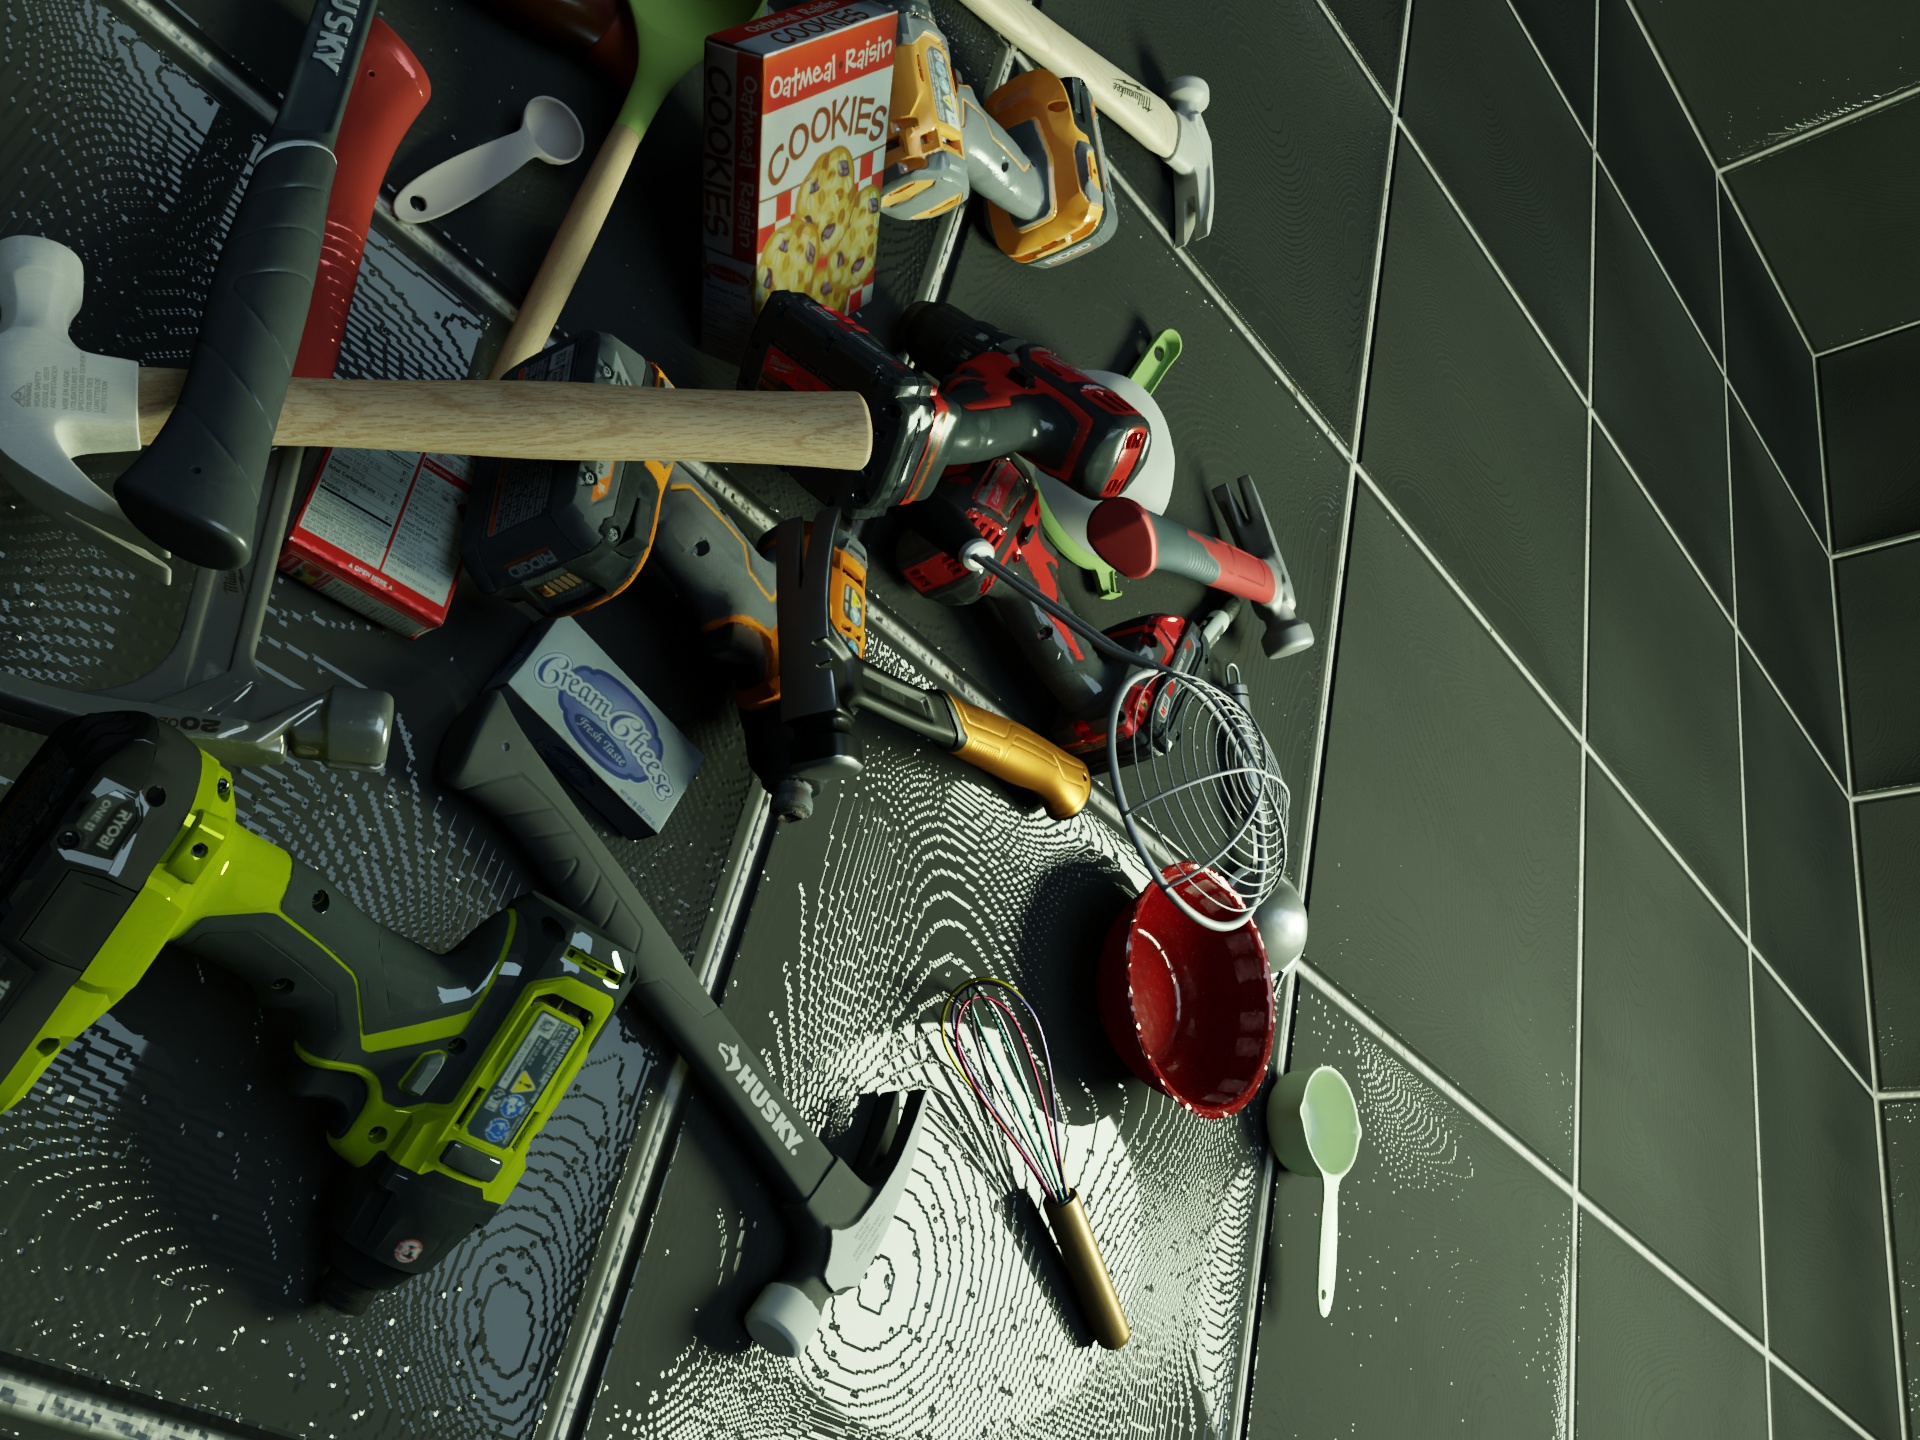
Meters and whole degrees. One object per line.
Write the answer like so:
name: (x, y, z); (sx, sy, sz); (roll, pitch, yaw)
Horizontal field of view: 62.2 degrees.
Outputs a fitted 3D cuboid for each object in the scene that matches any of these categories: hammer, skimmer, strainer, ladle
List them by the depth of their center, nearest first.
hammer: (-0.193, -0.117, 0.622); (0.331, 0.031, 0.130); (-2, 66, -23)
hammer: (-0.252, -0.228, 0.625); (0.149, 0.036, 0.409); (10, 56, -18)
hammer: (-0.282, -0.151, 0.646); (0.149, 0.036, 0.359); (10, 62, -19)
hammer: (-0.131, 0.128, 0.749); (0.334, 0.035, 0.146); (58, 43, -18)
ladle: (-0.174, -0.272, 0.775); (0.078, 0.062, 0.320); (21, 72, -4)
skimmer: (0.032, -0.034, 0.827); (0.127, 0.364, 0.090); (11, 113, -49)
hammer: (-0.001, -0.003, 0.865); (0.336, 0.034, 0.127); (28, 54, -62)
hammer: (0.158, -0.121, 1.058); (0.386, 0.038, 0.143); (2, 68, -66)
strainer: (0.127, -0.216, 1.126); (0.151, 0.069, 0.256); (53, 46, -23)
strainer: (0.216, 0.079, 1.159); (0.086, 0.050, 0.259); (5, 71, -33)
hammer: (0.058, -0.493, 1.164); (0.410, 0.038, 0.146); (17, 67, -44)

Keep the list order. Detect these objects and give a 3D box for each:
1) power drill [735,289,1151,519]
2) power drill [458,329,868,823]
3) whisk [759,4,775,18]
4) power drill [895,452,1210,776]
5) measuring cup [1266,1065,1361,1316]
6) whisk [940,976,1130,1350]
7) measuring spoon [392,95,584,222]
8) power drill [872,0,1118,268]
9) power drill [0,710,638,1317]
power drill: (-0.020, -0.187, 0.893); (0.188, 0.080, 0.226); (40, 32, 29)
power drill: (-0.124, -0.058, 0.756); (0.226, 0.084, 0.164); (39, 42, -47)
whisk: (-0.146, -0.424, 0.895); (0.284, 0.070, 0.070); (31, 56, -44)
power drill: (0.059, -0.081, 1.005); (0.219, 0.078, 0.143); (48, 46, -24)
measuring cup: (0.242, 0.326, 1.110); (0.083, 0.038, 0.168); (27, 61, -41)
whisk: (0.046, 0.255, 0.911); (0.047, 0.051, 0.245); (-28, 104, -28)
measuring spoon: (-0.234, -0.271, 0.780); (0.124, 0.018, 0.034); (-48, 114, -38)
power drill: (0.005, -0.398, 1.020); (0.226, 0.084, 0.185); (-2, 79, -56)
power drill: (-0.246, 0.111, 0.571); (0.223, 0.080, 0.171); (39, 78, -37)
